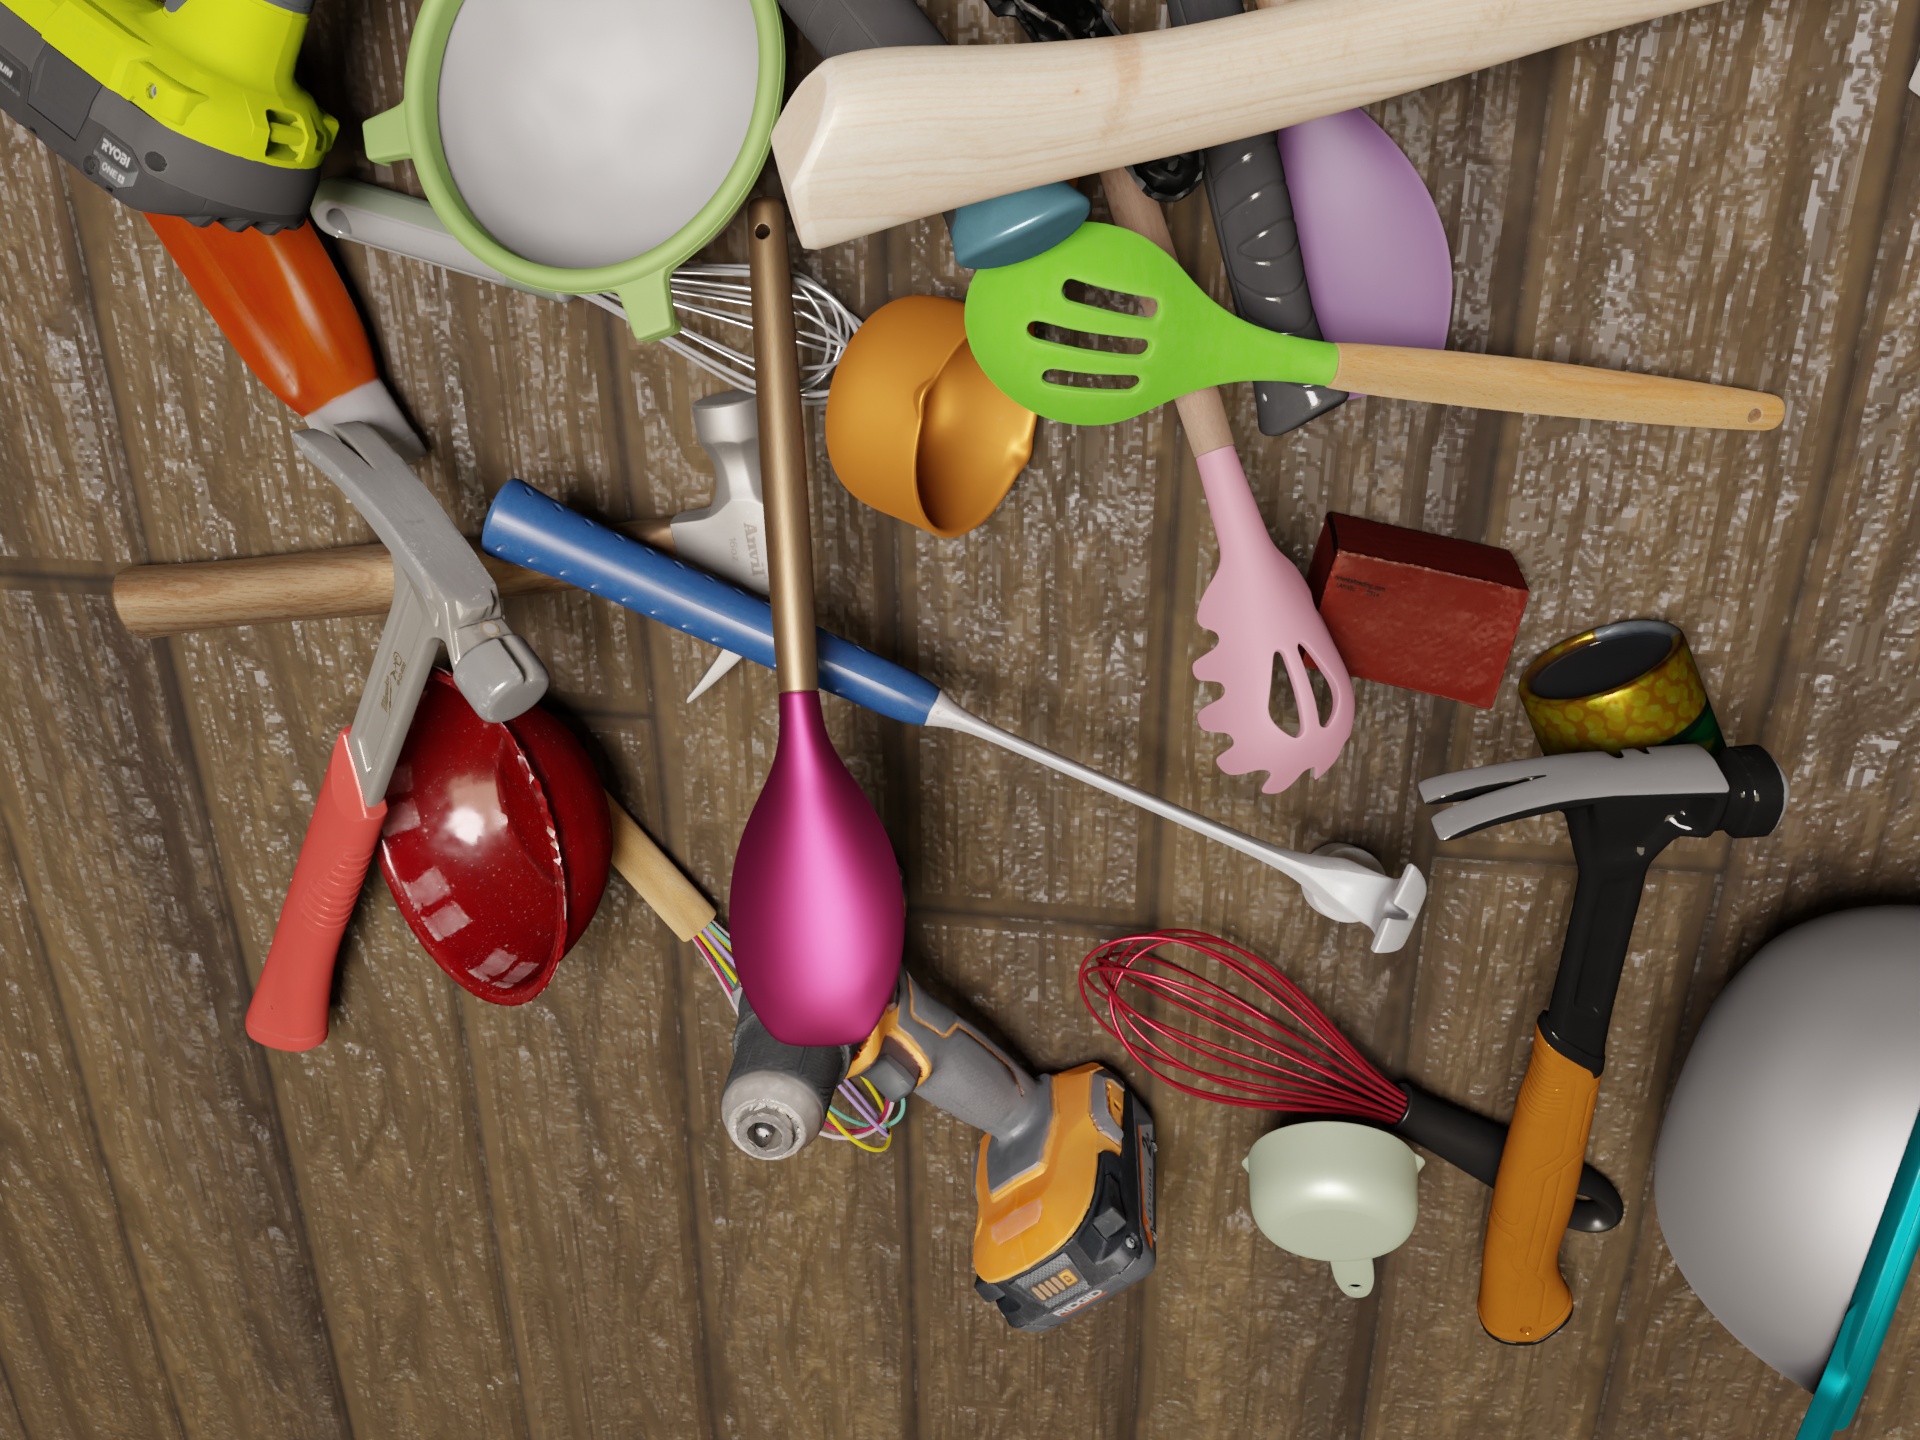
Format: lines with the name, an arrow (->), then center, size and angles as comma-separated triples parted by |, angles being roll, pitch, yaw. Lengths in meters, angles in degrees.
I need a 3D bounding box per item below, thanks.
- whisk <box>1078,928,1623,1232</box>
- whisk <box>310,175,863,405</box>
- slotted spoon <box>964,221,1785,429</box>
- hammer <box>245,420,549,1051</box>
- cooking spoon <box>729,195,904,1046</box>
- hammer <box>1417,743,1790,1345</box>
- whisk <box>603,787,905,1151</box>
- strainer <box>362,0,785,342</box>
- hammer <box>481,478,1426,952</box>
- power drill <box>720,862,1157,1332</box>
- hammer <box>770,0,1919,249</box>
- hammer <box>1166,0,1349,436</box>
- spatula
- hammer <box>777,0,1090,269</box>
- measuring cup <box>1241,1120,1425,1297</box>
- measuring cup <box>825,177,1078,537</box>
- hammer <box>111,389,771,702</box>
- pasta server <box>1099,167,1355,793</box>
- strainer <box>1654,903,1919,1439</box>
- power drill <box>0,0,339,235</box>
whisk -> 0.185, 0.171, 0.737 | 0.295, 0.073, 0.073 | 27, 117, -10
whisk -> -0.151, -0.178, 0.643 | 0.246, 0.059, 0.057 | 18, 144, 7
slotted spoon -> 0.157, -0.126, 0.568 | 0.313, 0.031, 0.070 | 4, 121, -12
hammer -> -0.287, 0.039, 0.732 | 0.149, 0.036, 0.359 | 50, 132, 16
cooking spoon -> -0.063, -0.036, 0.596 | 0.069, 0.017, 0.319 | -4, 90, 10
hammer -> 0.246, 0.154, 0.671 | 0.127, 0.034, 0.336 | -4, 125, 1
whisk -> -0.112, 0.117, 0.771 | 0.245, 0.047, 0.051 | 50, 136, -9
strainer -> -0.097, -0.273, 0.586 | 0.151, 0.069, 0.256 | 35, 99, 13
hammer -> -0.001, -0.002, 0.643 | 0.405, 0.144, 0.035 | 24, 91, 0
power drill -> -0.011, 0.171, 0.702 | 0.084, 0.185, 0.226 | -37, 106, 22
hammer -> 0.148, -0.202, 0.476 | 0.410, 0.038, 0.146 | -17, 140, -5
hammer -> 0.079, -0.248, 0.541 | 0.035, 0.146, 0.334 | -29, 122, -11
spatula -> 0.113, -0.267, 0.566 | 0.060, 0.018, 0.315 | -16, 112, 21
hammer -> -0.073, -0.279, 0.525 | 0.128, 0.033, 0.331 | -39, 81, 15
measuring cup -> 0.181, 0.248, 0.752 | 0.083, 0.038, 0.167 | -5, 134, 16
measuring cup -> 0.001, -0.160, 0.615 | 0.052, 0.095, 0.173 | 21, 95, 26
hammer -> -0.231, -0.064, 0.718 | 0.331, 0.031, 0.130 | -4, 113, 13
pasta server -> 0.084, -0.125, 0.593 | 0.060, 0.040, 0.316 | -19, 92, -11
strainer -> 0.296, 0.198, 0.595 | 0.095, 0.340, 0.210 | 21, 145, 33
power drill -> -0.259, -0.306, 0.542 | 0.191, 0.080, 0.228 | 37, 112, 13
